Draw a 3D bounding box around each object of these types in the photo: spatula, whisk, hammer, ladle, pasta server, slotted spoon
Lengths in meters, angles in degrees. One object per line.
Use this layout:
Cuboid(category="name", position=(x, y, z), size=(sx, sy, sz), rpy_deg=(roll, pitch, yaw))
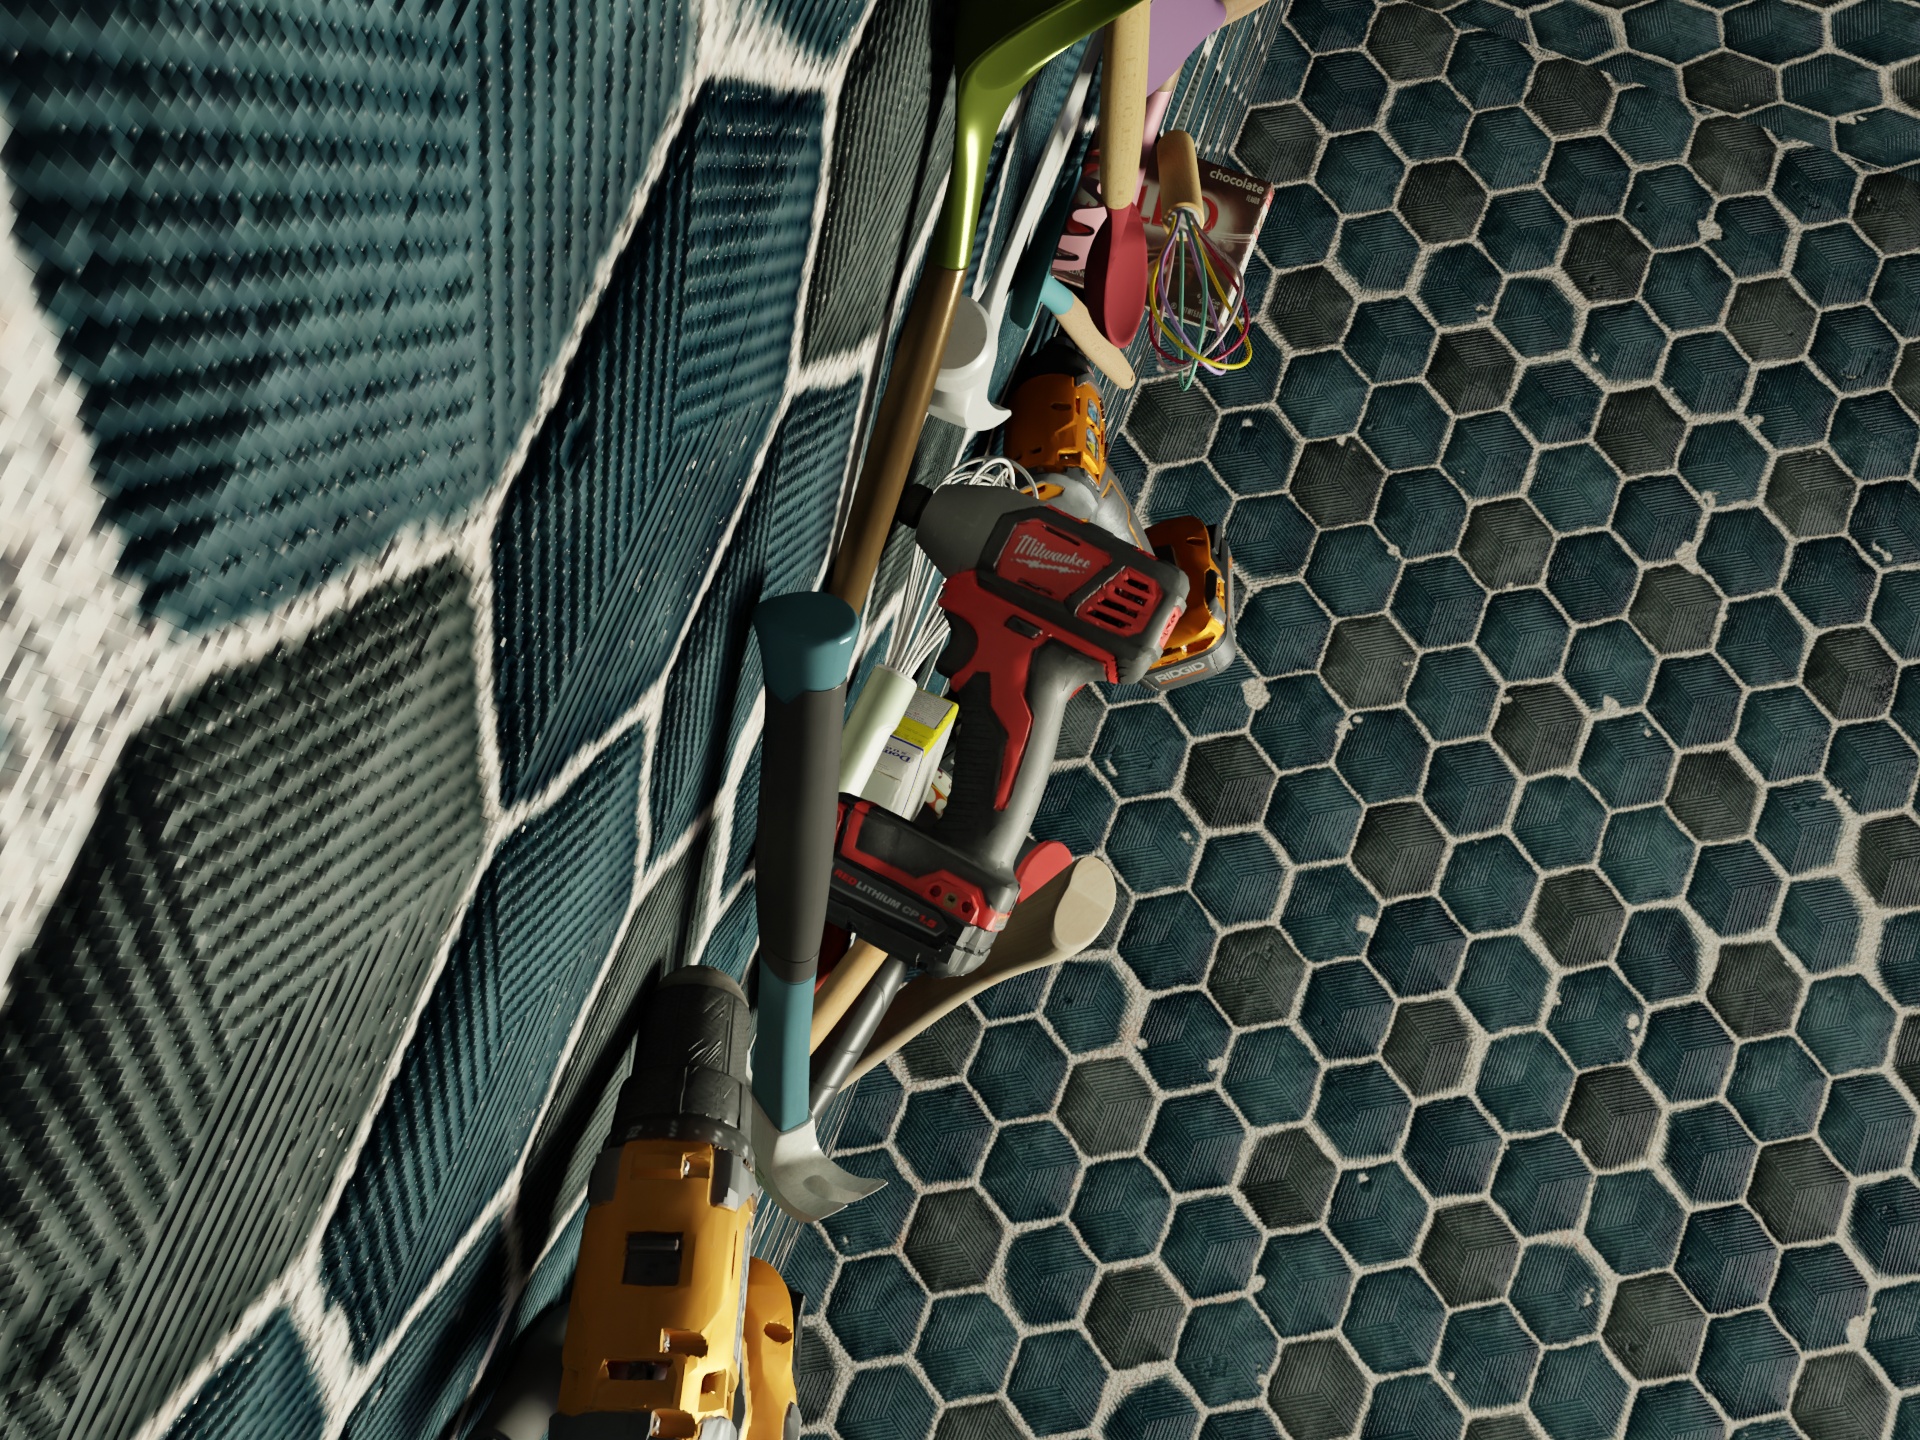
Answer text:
Cuboid(category="spatula", position=(0.074, -0.231, 0.921), size=(0.317, 0.044, 0.082), rpy_deg=(5, 102, -73))
Cuboid(category="whisk", position=(-0.029, -0.030, 0.826), size=(0.246, 0.059, 0.057), rpy_deg=(-64, 163, -7))
Cuboid(category="hammer", position=(0.067, -0.314, 0.684), size=(0.144, 0.035, 0.405), rpy_deg=(61, 51, -85))
Cuboid(category="hammer", position=(-0.112, 0.253, 0.881), size=(0.409, 0.036, 0.149), rpy_deg=(-58, 172, -22))
Cuboid(category="whisk", position=(-0.161, 0.259, 0.556), size=(0.239, 0.055, 0.055), rpy_deg=(-67, 178, -87))
Cuboid(category="ladle", position=(-0.002, -0.135, 0.566), size=(0.078, 0.062, 0.320), rpy_deg=(-39, 159, -44))
Cuboid(category="hammer", position=(-0.068, 0.083, 0.627), size=(0.033, 0.128, 0.330), rpy_deg=(-21, 140, -29))
Cuboid(category="whisk", position=(0.117, -0.240, 0.805), size=(0.245, 0.047, 0.051), rpy_deg=(-85, 172, -48))
Cuboid(category="hammer", position=(-0.029, 0.173, 0.990), size=(0.410, 0.038, 0.146), rpy_deg=(-43, -160, 47))
Cuboid(category="hammer", position=(0.007, 0.085, 1.120), size=(0.143, 0.038, 0.386), rpy_deg=(-56, -167, 2))
Cuboid(category="ladle", position=(0.068, -0.232, 0.672), size=(0.315, 0.031, 0.069), rpy_deg=(49, 51, -83))
Cuboid(category="pasta server", position=(0.103, -0.350, 0.806), size=(0.316, 0.040, 0.060), rpy_deg=(112, 1, -55))
Cuboid(category="spatula", position=(0.128, -0.346, 0.765), size=(0.316, 0.018, 0.059), rpy_deg=(-52, 166, -52))
Cuboid(category="slotted spoon", position=(-0.078, 0.161, 0.836), size=(0.314, 0.031, 0.070), rpy_deg=(-50, 161, -43))

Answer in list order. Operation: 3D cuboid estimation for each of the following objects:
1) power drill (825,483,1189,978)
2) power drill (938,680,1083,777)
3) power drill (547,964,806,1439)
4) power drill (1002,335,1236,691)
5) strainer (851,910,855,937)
Cuboid(category="power drill", position=(-0.001, -0.002, 0.751), size=(0.219, 0.143, 0.078), rpy_deg=(-62, 172, 0))
Cuboid(category="power drill", position=(0.032, -0.044, 1.168), size=(0.188, 0.080, 0.227), rpy_deg=(-40, -166, 31))
Cuboid(category="power drill", position=(-0.106, 0.222, 0.626), size=(0.226, 0.084, 0.186), rpy_deg=(93, -2, -51))
Cuboid(category="power drill", position=(0.103, -0.142, 1.061), size=(0.226, 0.084, 0.164), rpy_deg=(46, 37, -40))
Cuboid(category="strainer", position=(-0.029, 0.091, 1.029), size=(0.087, 0.050, 0.258), rpy_deg=(-10, 164, -36))
